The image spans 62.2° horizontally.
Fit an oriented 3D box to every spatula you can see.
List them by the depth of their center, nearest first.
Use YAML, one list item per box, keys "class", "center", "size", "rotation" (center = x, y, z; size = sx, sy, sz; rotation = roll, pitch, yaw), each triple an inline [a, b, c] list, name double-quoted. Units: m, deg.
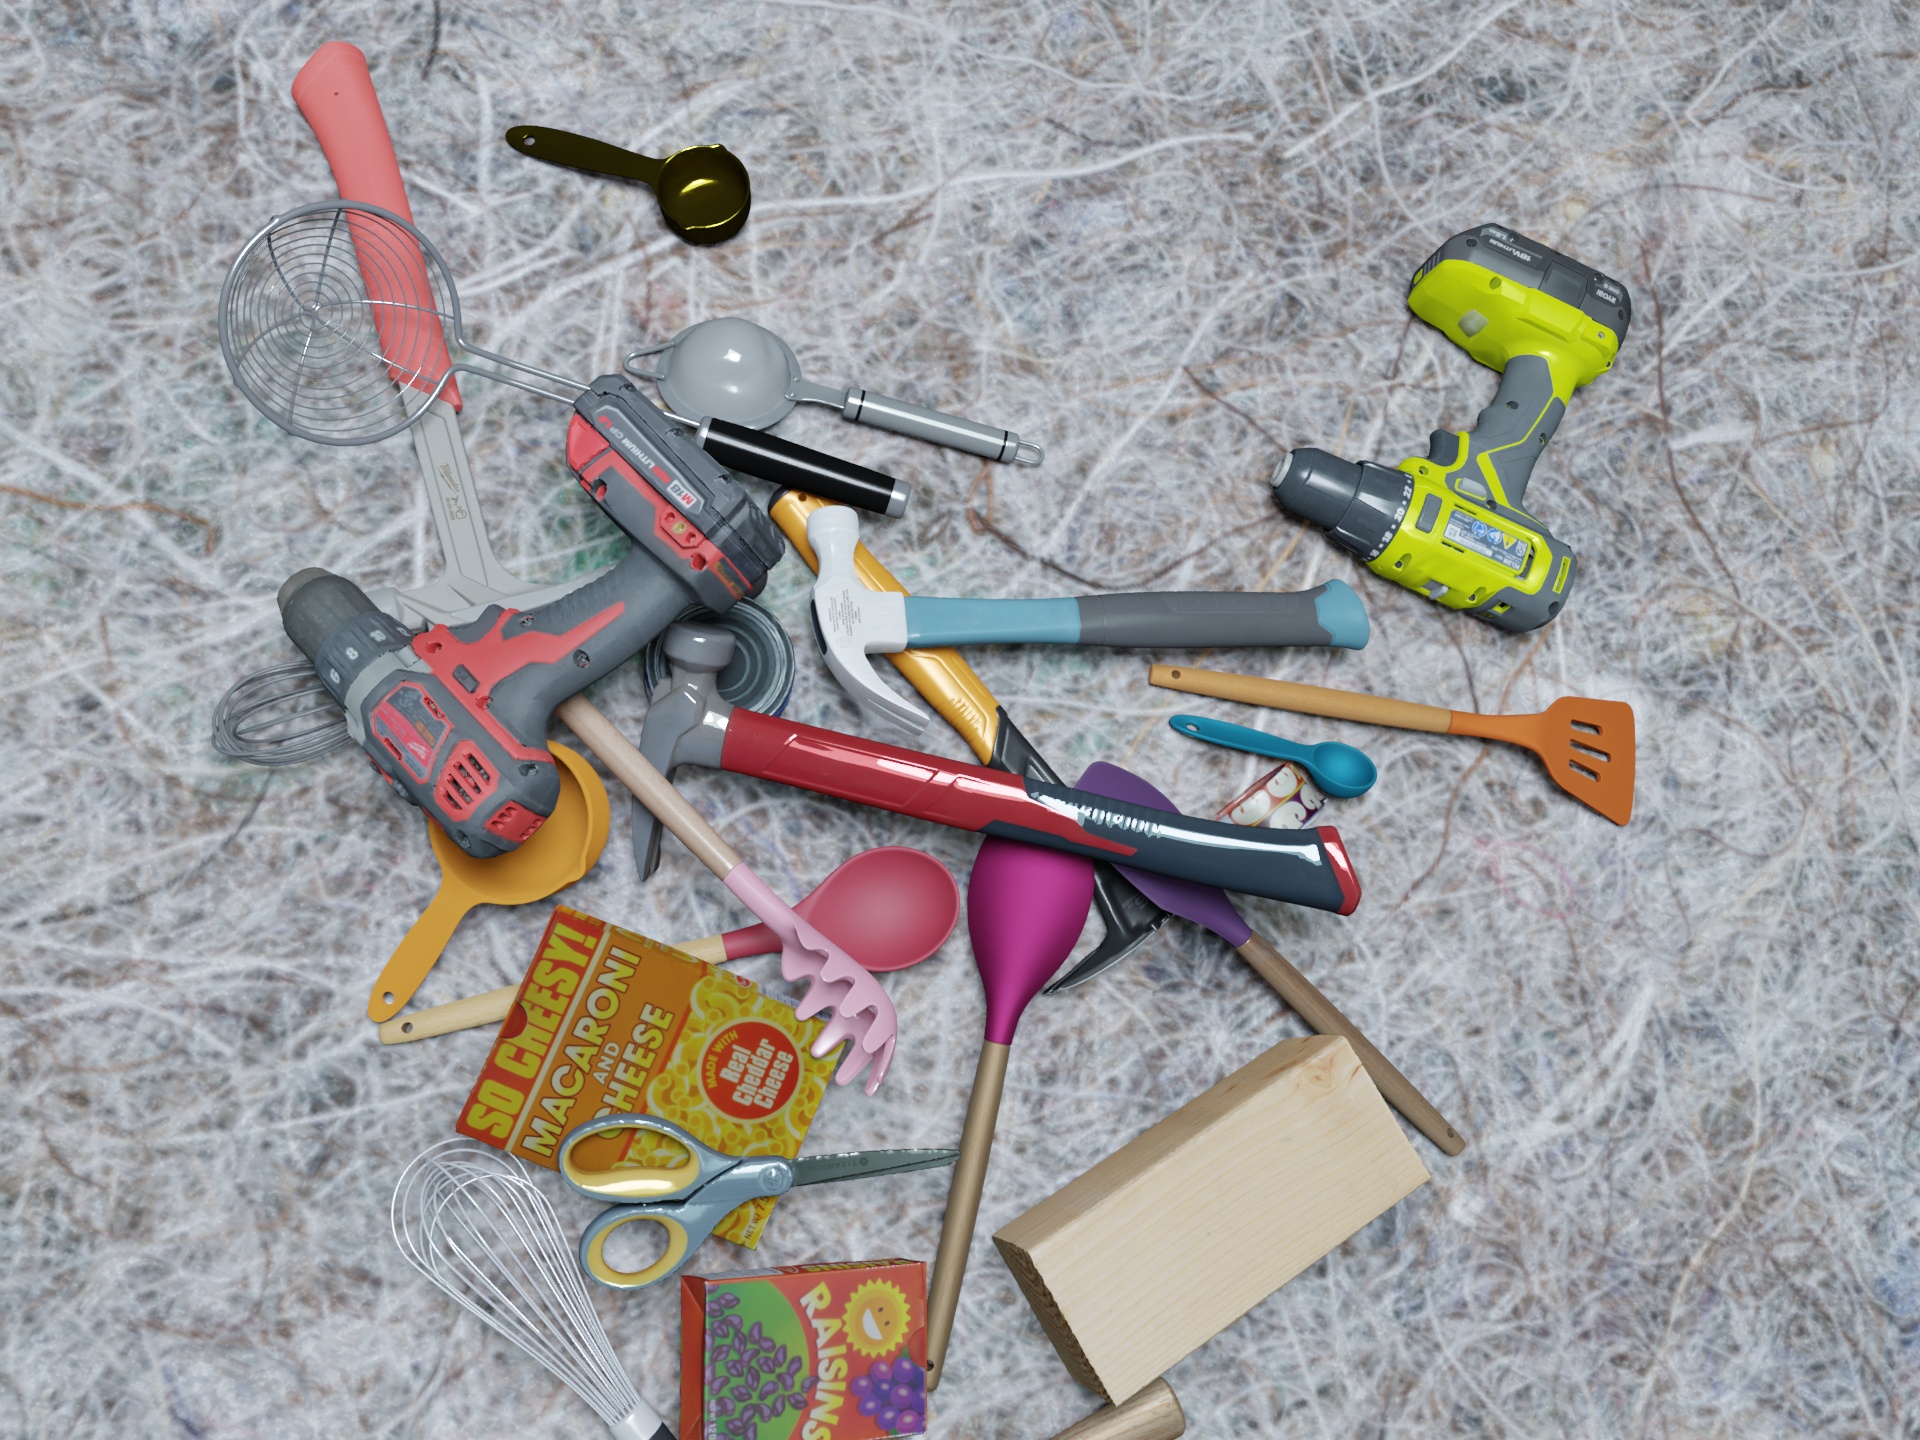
- class: "spatula"
  center: [0.179, 0.140, 0.906]
  size: [0.316, 0.018, 0.060]
  rotation: [45, 56, -8]
- class: "spatula"
  center: [0.272, 0.000, 0.978]
  size: [0.322, 0.041, 0.081]
  rotation: [9, 75, -4]

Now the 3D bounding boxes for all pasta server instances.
- class: "pasta server"
  center: [-0.141, 0.063, 0.819]
  size: [0.316, 0.060, 0.040]
  rotation: [44, 55, 9]

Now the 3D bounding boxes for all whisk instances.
- class: "whisk"
  center: [-0.185, 0.331, 0.802]
  size: [0.070, 0.070, 0.284]
  rotation: [-38, 91, -16]
- class: "whisk"
  center: [-0.285, -0.026, 0.870]
  size: [0.239, 0.055, 0.055]
  rotation: [-17, 81, -19]

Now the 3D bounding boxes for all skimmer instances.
- class: "skimmer"
  center: [-0.200, -0.170, 0.857]
  size: [0.363, 0.090, 0.127]
  rotation: [17, 100, -9]

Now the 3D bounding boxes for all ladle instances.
- class: "ladle"
  center: [-0.154, 0.131, 0.866]
  size: [0.315, 0.031, 0.069]
  rotation: [-13, 77, -11]

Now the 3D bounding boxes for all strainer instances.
- class: "strainer"
  center: [-0.071, -0.194, 0.950]
  size: [0.258, 0.050, 0.087]
  rotation: [14, 61, -11]

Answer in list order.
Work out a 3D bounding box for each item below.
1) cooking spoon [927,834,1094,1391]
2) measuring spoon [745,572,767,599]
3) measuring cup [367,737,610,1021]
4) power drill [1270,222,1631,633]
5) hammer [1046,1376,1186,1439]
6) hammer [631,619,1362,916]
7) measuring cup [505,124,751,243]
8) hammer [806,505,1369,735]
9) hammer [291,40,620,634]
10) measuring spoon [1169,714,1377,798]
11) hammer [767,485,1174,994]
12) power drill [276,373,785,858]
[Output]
- class: "cooking spoon"
  center: [0.015, 0.200, 0.863]
  size: [0.069, 0.017, 0.319]
  rotation: [11, 84, 7]
- class: "measuring spoon"
  center: [-0.166, -0.112, 0.923]
  size: [0.124, 0.018, 0.034]
  rotation: [35, 74, -1]
- class: "measuring cup"
  center: [-0.256, 0.086, 0.850]
  size: [0.095, 0.052, 0.173]
  rotation: [36, 94, 4]
- class: "power drill"
  center: [0.312, -0.189, 1.001]
  size: [0.190, 0.080, 0.228]
  rotation: [24, 77, -5]
- class: "hammer"
  center: [-0.031, 0.422, 0.804]
  size: [0.331, 0.031, 0.130]
  rotation: [-22, 108, -19]
- class: "hammer"
  center: [0.017, 0.059, 0.848]
  size: [0.386, 0.038, 0.143]
  rotation: [14, 102, 3]
- class: "measuring cup"
  center: [-0.201, -0.331, 0.969]
  size: [0.156, 0.029, 0.062]
  rotation: [17, 74, 6]
- class: "hammer"
  center: [0.079, -0.059, 0.917]
  size: [0.331, 0.033, 0.128]
  rotation: [-1, 75, -13]
- class: "hammer"
  center: [-0.306, -0.224, 0.913]
  size: [0.149, 0.036, 0.359]
  rotation: [-15, 81, -14]
- class: "measuring spoon"
  center: [0.186, 0.022, 0.959]
  size: [0.128, 0.021, 0.042]
  rotation: [15, 38, 2]
- class: "hammer"
  center: [-0.001, -0.003, 0.921]
  size: [0.127, 0.034, 0.337]
  rotation: [-39, 86, -17]
- class: "power drill"
  center: [-0.223, -0.066, 0.805]
  size: [0.188, 0.080, 0.227]
  rotation: [43, 86, 18]
